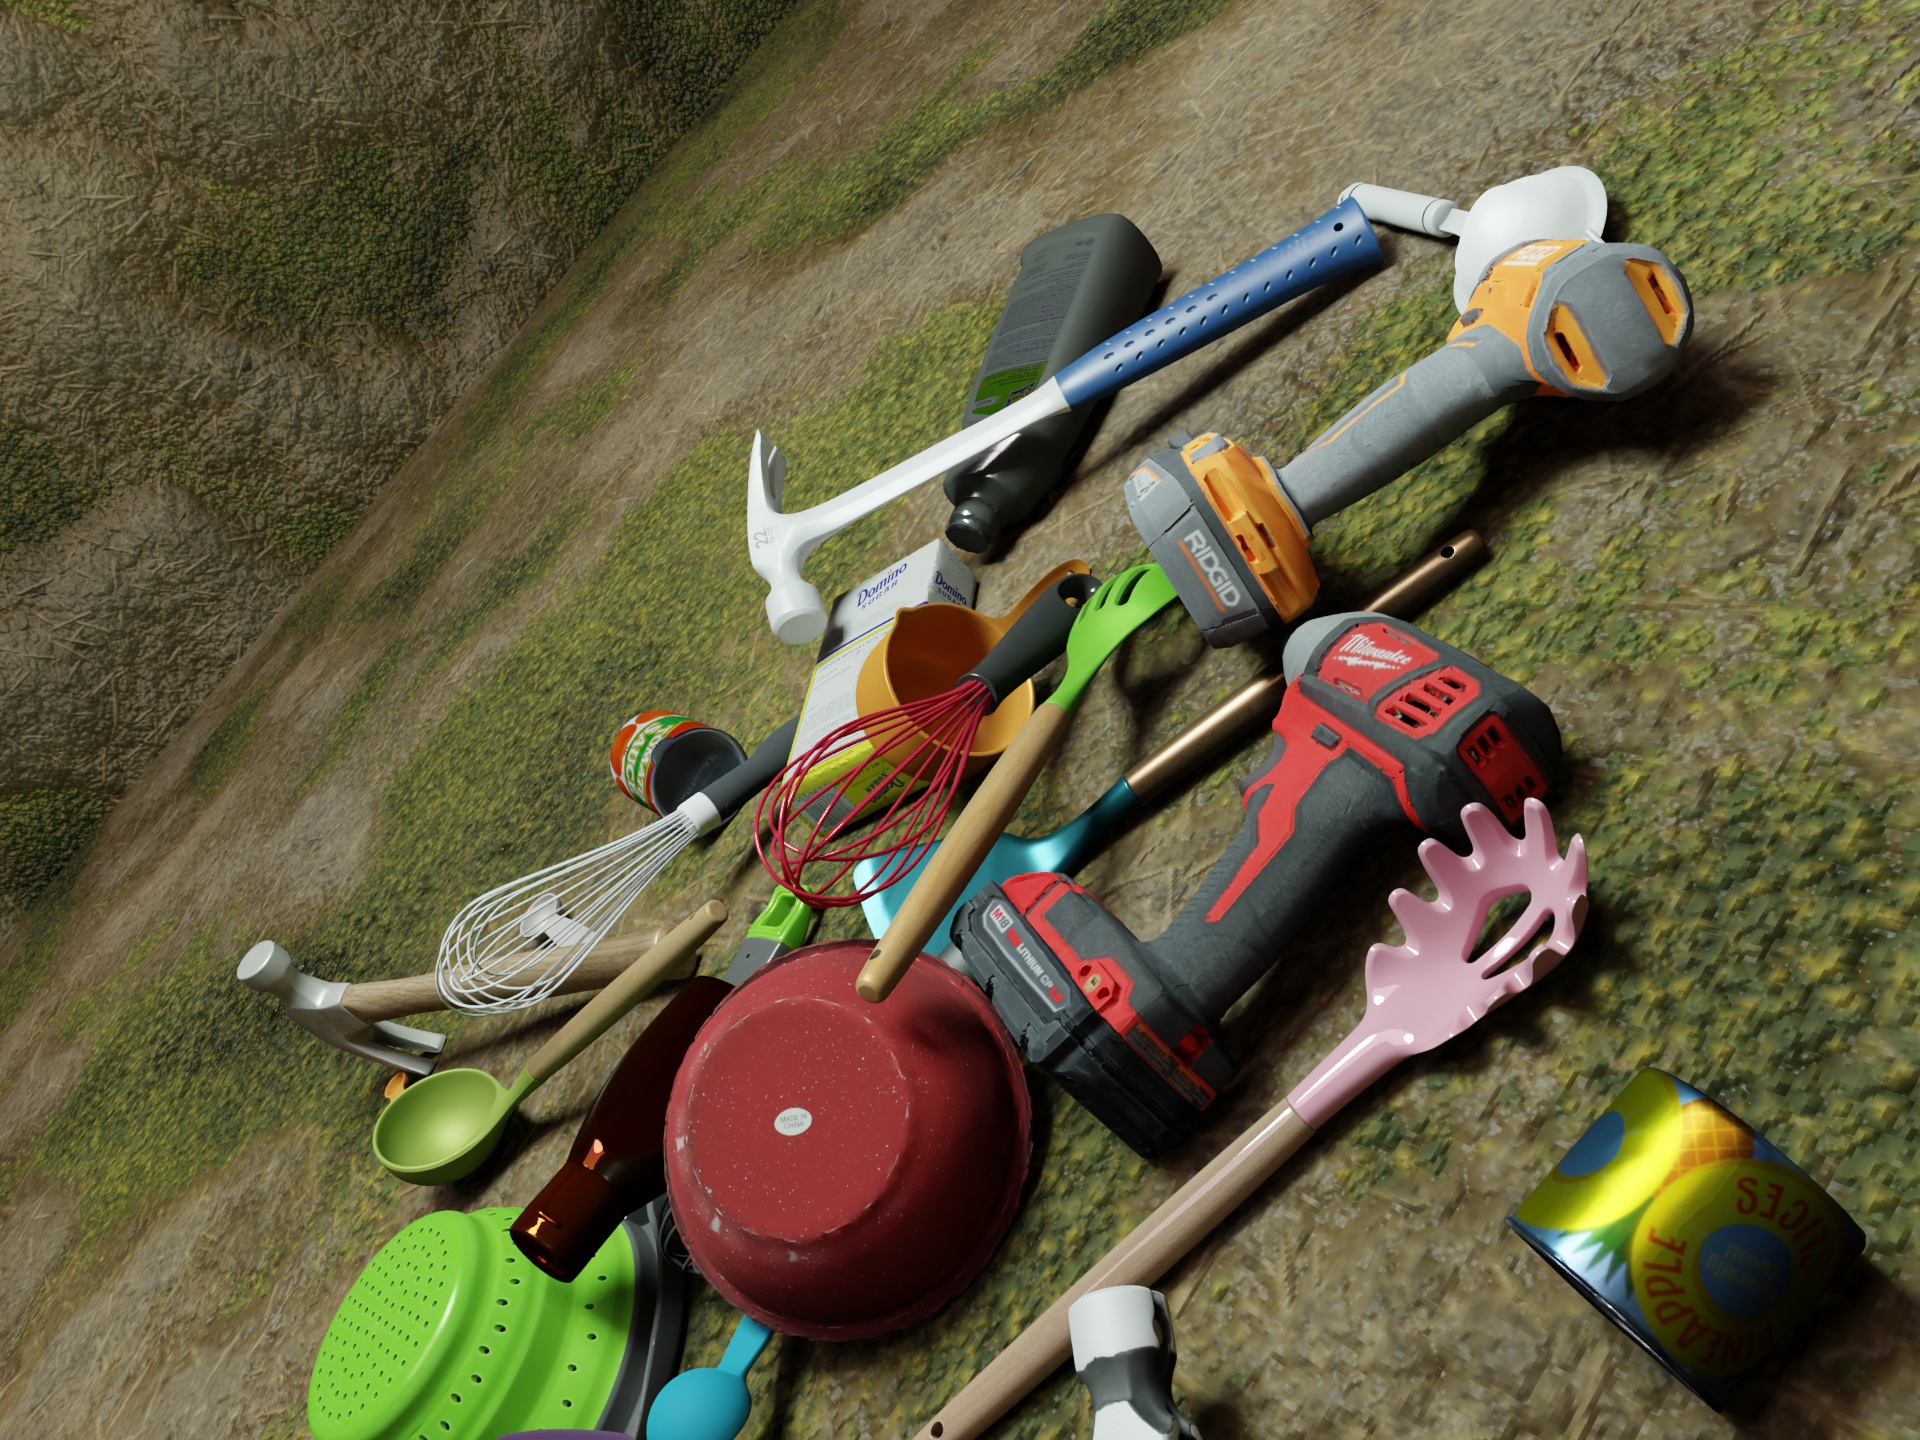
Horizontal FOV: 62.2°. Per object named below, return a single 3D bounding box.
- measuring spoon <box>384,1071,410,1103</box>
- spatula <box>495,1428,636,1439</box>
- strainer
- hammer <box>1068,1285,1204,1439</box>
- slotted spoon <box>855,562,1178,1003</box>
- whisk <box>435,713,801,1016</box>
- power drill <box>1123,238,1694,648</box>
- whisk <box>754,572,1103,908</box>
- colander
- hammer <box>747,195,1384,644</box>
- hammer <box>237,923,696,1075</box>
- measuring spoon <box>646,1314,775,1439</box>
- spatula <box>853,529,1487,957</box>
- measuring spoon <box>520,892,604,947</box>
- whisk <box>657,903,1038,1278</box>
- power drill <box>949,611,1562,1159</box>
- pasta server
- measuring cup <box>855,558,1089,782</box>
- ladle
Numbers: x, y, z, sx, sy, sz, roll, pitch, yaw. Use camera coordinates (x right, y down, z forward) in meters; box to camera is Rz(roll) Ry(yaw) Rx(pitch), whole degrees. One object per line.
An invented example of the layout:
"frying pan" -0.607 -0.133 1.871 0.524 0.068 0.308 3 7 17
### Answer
"measuring spoon" -0.358 0.264 1.035 0.021 0.011 0.117 -48 33 -3
"spatula" -0.068 0.288 0.577 0.316 0.018 0.060 -17 64 32
"strainer" 0.255 -0.263 0.836 0.087 0.050 0.259 -57 24 13
"hammer" -0.062 0.305 0.521 0.335 0.035 0.146 -29 47 26
"slotted spoon" 0.033 0.012 0.707 0.070 0.031 0.314 -23 21 42
"whisk" -0.176 0.074 0.916 0.284 0.070 0.070 -37 23 -26
"power drill" 0.187 -0.132 0.702 0.226 0.084 0.164 -32 12 12
"whisk" -0.001 -0.002 0.759 0.073 0.073 0.296 -19 17 41
"colander" -0.195 0.231 0.770 0.204 0.094 0.397 -5 50 51
"hammer" 0.049 -0.192 0.935 0.405 0.035 0.144 -26 58 13
"hammer" -0.297 0.166 0.989 0.331 0.129 0.031 -13 43 30
"measuring spoon" -0.089 0.244 0.644 0.042 0.021 0.129 -15 20 27
"spatula" 0.094 0.013 0.705 0.317 0.044 0.082 -38 54 14
"measuring spoon" -0.253 0.143 1.041 0.124 0.018 0.034 16 67 51
"whisk" -0.047 0.158 0.691 0.239 0.055 0.055 -47 29 8
"power drill" 0.109 0.047 0.616 0.219 0.078 0.143 -43 29 1
"pasta server" 0.093 0.150 0.546 0.316 0.040 0.060 -45 40 7
"measuring cup" 0.012 -0.033 0.855 0.174 0.095 0.052 -43 1 -41
"ladle" -0.227 0.172 0.867 0.320 0.062 0.078 -41 17 34
